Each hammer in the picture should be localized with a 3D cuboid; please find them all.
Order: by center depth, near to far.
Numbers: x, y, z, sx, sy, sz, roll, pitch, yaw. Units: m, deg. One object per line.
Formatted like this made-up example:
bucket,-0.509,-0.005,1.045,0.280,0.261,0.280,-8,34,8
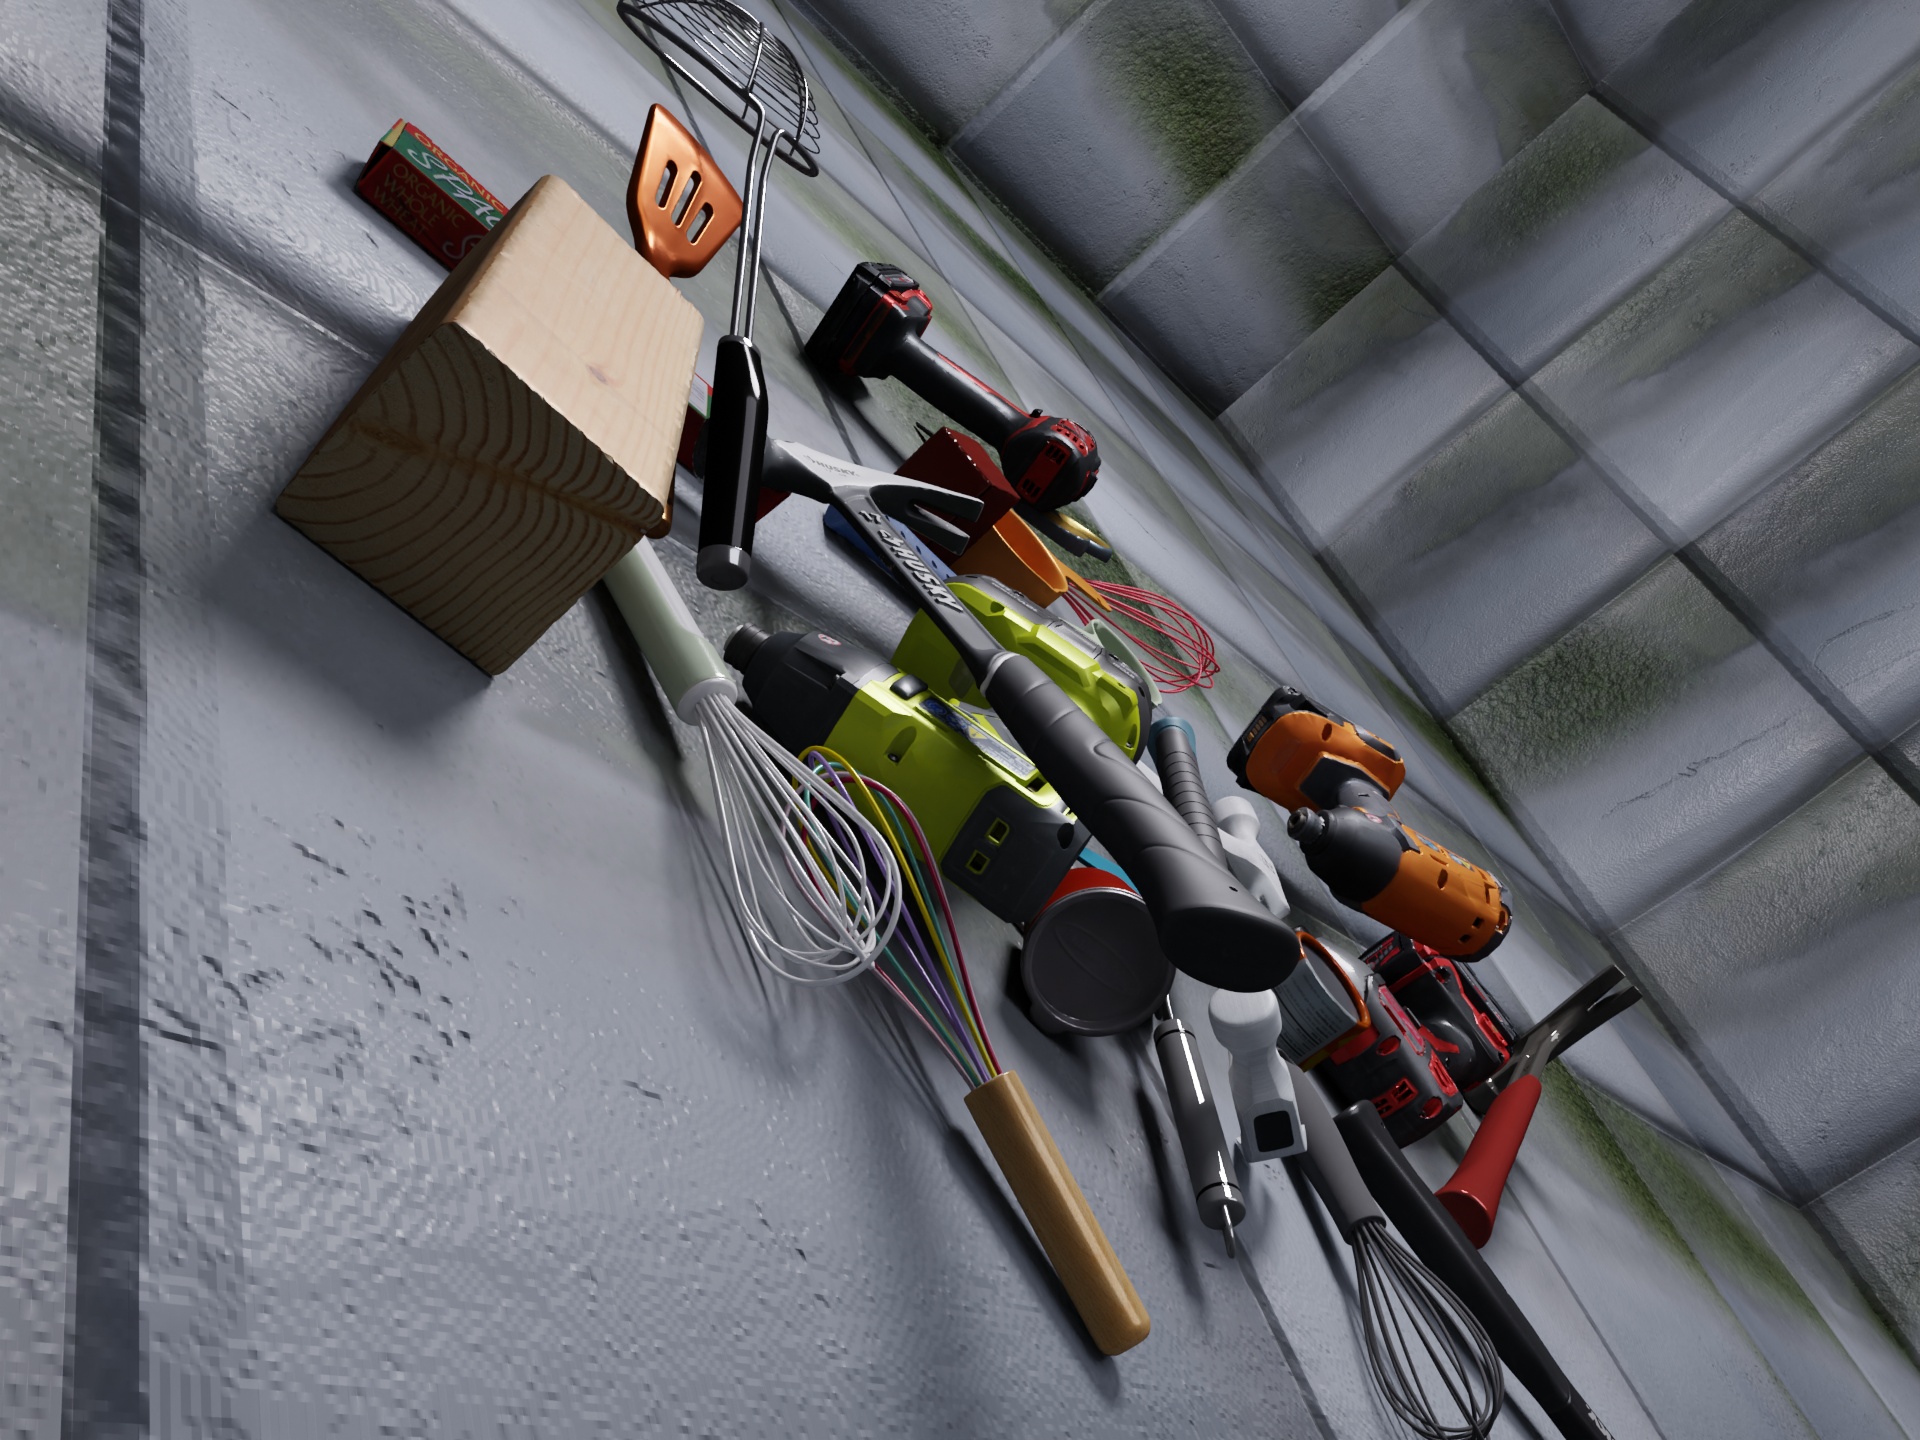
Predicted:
hammer,0.014,-0.025,0.657,0.149,0.036,0.409,11,25,-33
hammer,0.299,0.339,0.825,0.335,0.035,0.146,53,18,5
hammer,0.132,0.094,0.835,0.331,0.033,0.128,-92,167,-59
hammer,0.072,-0.005,0.998,0.405,0.035,0.144,40,20,-26
hammer,0.362,0.252,1.032,0.037,0.149,0.359,49,23,14

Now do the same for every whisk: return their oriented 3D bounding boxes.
whisk,-0.001,0.115,0.583,0.245,0.047,0.051,60,21,16
whisk,-0.091,-0.002,0.593,0.247,0.059,0.057,56,6,33
whisk,0.192,0.245,0.768,0.055,0.055,0.239,37,17,-33
whisk,0.089,-0.096,1.198,0.295,0.073,0.073,30,25,-31

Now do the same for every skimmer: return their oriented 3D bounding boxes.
skimmer,-0.122,-0.211,0.760,0.127,0.090,0.364,32,48,-46

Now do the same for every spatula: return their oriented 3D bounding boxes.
spatula,-0.139,-0.196,0.776,0.080,0.041,0.323,46,23,-39

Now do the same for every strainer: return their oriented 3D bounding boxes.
strainer,0.095,0.141,0.735,0.259,0.050,0.086,-99,-172,-58

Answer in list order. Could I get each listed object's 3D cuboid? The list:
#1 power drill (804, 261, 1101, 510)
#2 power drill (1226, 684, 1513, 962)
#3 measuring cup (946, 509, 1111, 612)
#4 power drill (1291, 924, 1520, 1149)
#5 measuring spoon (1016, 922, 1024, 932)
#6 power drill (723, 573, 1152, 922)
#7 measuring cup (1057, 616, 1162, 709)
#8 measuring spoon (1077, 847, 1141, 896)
power drill,0.010,-0.244,1.192,0.226,0.080,0.188,37,18,0
power drill,0.263,0.062,1.089,0.164,0.084,0.227,28,18,-21
measuring cup,0.046,-0.092,1.090,0.173,0.052,0.095,27,28,-54
power drill,0.279,0.192,1.032,0.143,0.078,0.219,56,22,20
measuring spoon,0.036,0.090,0.748,0.124,0.018,0.034,50,18,-1
power drill,-0.001,-0.002,0.735,0.171,0.080,0.223,35,19,9
measuring cup,0.080,-0.040,1.083,0.167,0.038,0.083,22,33,-54
measuring spoon,0.063,0.077,0.765,0.129,0.021,0.042,31,17,39
